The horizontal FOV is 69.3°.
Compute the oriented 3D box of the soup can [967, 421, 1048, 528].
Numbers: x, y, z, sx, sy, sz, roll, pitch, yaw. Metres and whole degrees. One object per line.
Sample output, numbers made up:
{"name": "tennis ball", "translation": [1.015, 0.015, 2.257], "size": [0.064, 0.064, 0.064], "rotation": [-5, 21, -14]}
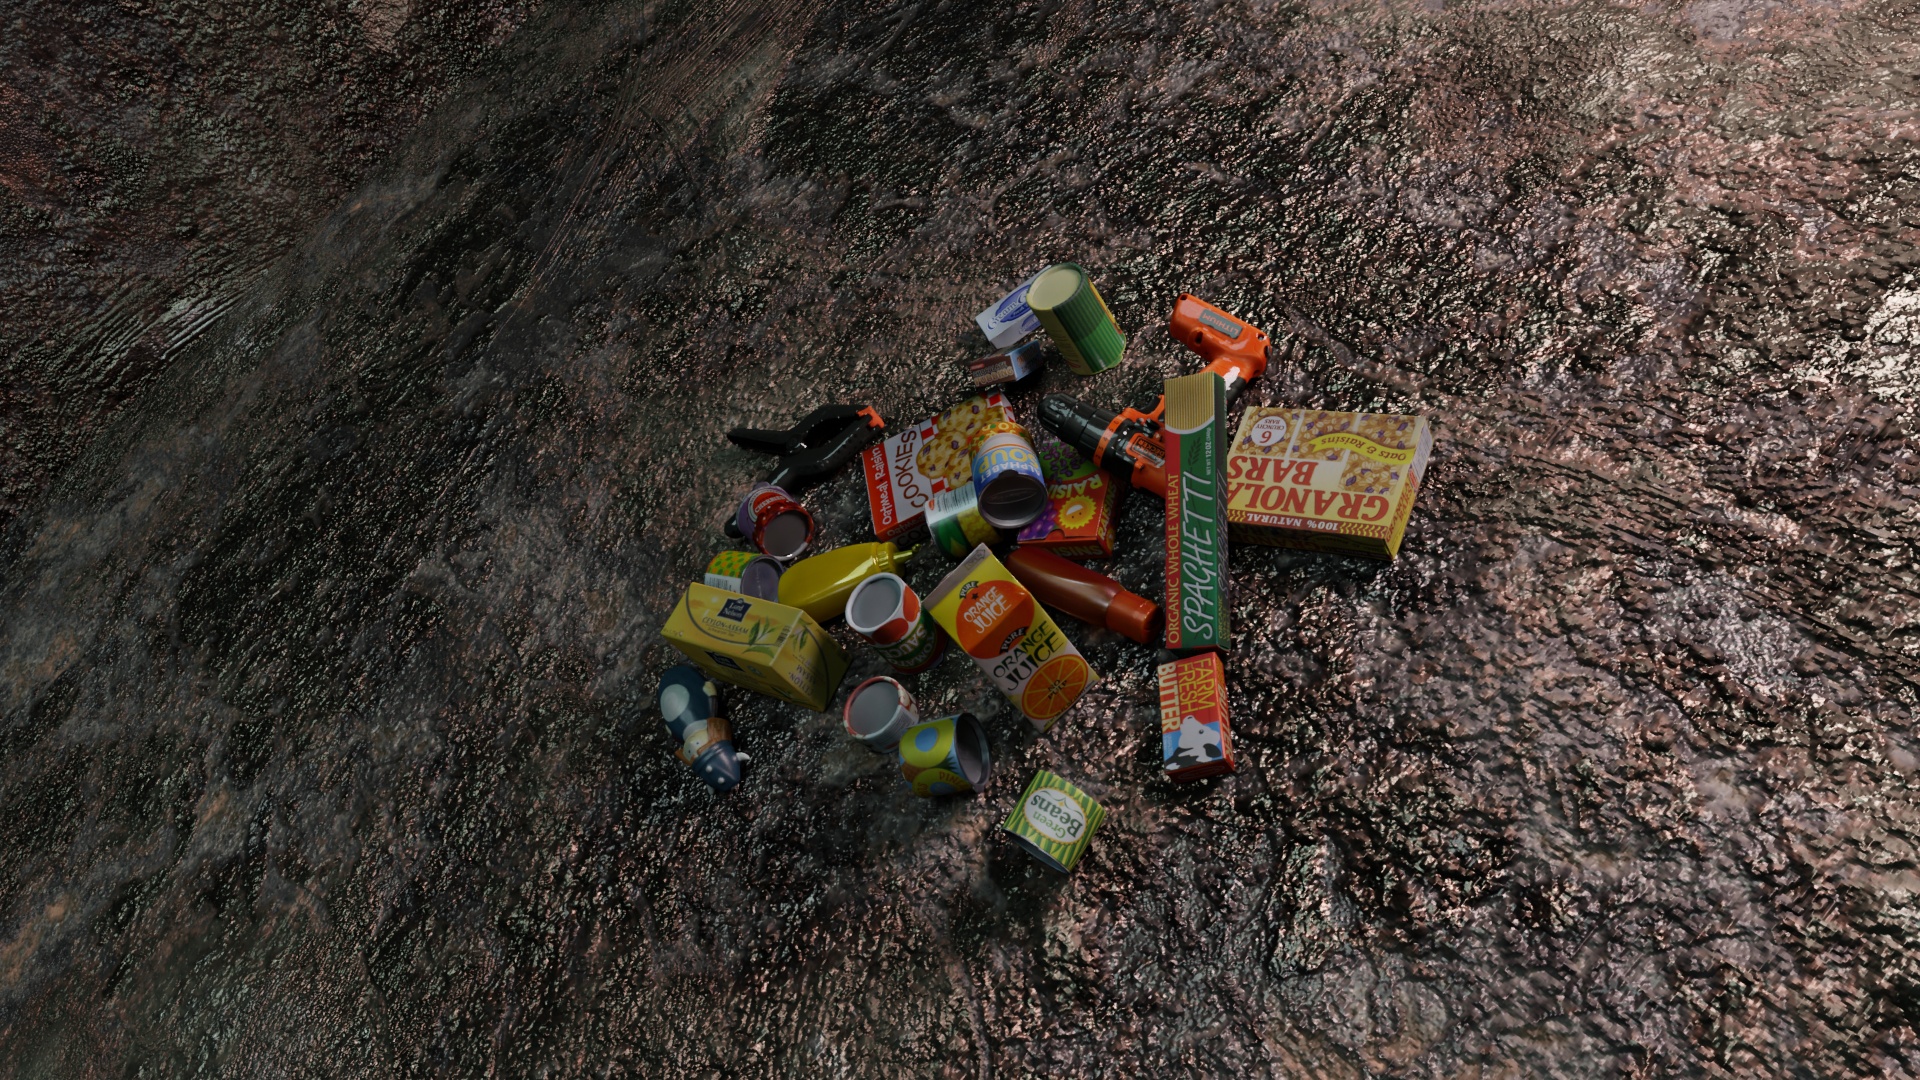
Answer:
{"name": "soup can", "translation": [0.044, -0.065, 1.312], "size": [0.071, 0.071, 0.084], "rotation": [-27, 40, 15]}

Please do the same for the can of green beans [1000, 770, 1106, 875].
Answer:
{"name": "can of green beans", "translation": [0.076, 0.227, 1.121], "size": [0.071, 0.071, 0.058], "rotation": [21, 70, 42]}

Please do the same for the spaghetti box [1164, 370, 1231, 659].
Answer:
{"name": "spaghetti box", "translation": [0.205, -0.024, 1.202], "size": [0.050, 0.028, 0.250], "rotation": [-9, 71, 33]}

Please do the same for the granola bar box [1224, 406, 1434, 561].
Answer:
{"name": "granola bar box", "translation": [0.309, -0.052, 1.200], "size": [0.165, 0.039, 0.124], "rotation": [8, 63, 38]}

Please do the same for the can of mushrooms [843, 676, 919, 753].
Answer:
{"name": "can of mushrooms", "translation": [-0.076, 0.161, 1.298], "size": [0.071, 0.033, 0.071], "rotation": [-18, 49, 22]}

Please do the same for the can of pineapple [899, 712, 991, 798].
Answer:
{"name": "can of pineapple", "translation": [-0.013, 0.189, 1.211], "size": [0.058, 0.071, 0.071], "rotation": [-17, 49, 24]}

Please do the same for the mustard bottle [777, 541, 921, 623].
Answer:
{"name": "mustard bottle", "translation": [-0.108, 0.036, 1.407], "size": [0.160, 0.048, 0.065], "rotation": [-20, 48, 20]}

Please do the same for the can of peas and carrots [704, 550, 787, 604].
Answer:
{"name": "can of peas and carrots", "translation": [-0.226, 0.044, 1.471], "size": [0.058, 0.070, 0.071], "rotation": [6, 61, 38]}

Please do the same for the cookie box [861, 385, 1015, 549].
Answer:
{"name": "cookie box", "translation": [-0.016, -0.074, 1.439], "size": [0.167, 0.040, 0.123], "rotation": [-26, 46, 14]}

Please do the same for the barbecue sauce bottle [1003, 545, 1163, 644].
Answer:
{"name": "barbecue sauce bottle", "translation": [0.111, 0.048, 1.244], "size": [0.149, 0.065, 0.043], "rotation": [24, 108, 35]}

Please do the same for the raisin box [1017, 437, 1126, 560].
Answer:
{"name": "raisin box", "translation": [0.111, -0.042, 1.327], "size": [0.086, 0.040, 0.124], "rotation": [-4, 56, 31]}

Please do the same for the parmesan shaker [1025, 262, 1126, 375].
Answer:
{"name": "parmesan shaker", "translation": [0.120, -0.225, 1.418], "size": [0.071, 0.102, 0.072], "rotation": [-18, 49, 22]}

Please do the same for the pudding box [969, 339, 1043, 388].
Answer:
{"name": "pudding box", "translation": [0.049, -0.185, 1.457], "size": [0.049, 0.030, 0.084], "rotation": [-8, 14, 27]}

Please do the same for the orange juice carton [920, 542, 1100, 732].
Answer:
{"name": "orange juice carton", "translation": [0.037, 0.077, 1.174], "size": [0.072, 0.192, 0.073], "rotation": [-43, 45, -3]}

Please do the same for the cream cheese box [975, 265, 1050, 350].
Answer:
{"name": "cream cheese box", "translation": [0.070, -0.255, 1.532], "size": [0.104, 0.024, 0.053], "rotation": [-35, 43, 6]}

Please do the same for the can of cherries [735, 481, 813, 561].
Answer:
{"name": "can of cherries", "translation": [-0.201, -0.021, 1.499], "size": [0.071, 0.071, 0.058], "rotation": [-46, 44, -5]}

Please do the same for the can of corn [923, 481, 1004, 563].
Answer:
{"name": "can of corn", "translation": [0.005, -0.017, 1.361], "size": [0.058, 0.071, 0.071], "rotation": [-23, 47, 11]}

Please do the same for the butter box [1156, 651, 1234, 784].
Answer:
{"name": "butter box", "translation": [0.192, 0.144, 1.137], "size": [0.053, 0.024, 0.104], "rotation": [-17, 49, 23]}

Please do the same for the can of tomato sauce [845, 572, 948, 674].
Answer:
{"name": "can of tomato sauce", "translation": [-0.060, 0.080, 1.315], "size": [0.071, 0.083, 0.071], "rotation": [-19, 48, 22]}

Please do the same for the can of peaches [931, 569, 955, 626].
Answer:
{"name": "can of peaches", "translation": [0.017, 0.064, 1.289], "size": [0.071, 0.071, 0.058], "rotation": [-47, 44, -6]}
